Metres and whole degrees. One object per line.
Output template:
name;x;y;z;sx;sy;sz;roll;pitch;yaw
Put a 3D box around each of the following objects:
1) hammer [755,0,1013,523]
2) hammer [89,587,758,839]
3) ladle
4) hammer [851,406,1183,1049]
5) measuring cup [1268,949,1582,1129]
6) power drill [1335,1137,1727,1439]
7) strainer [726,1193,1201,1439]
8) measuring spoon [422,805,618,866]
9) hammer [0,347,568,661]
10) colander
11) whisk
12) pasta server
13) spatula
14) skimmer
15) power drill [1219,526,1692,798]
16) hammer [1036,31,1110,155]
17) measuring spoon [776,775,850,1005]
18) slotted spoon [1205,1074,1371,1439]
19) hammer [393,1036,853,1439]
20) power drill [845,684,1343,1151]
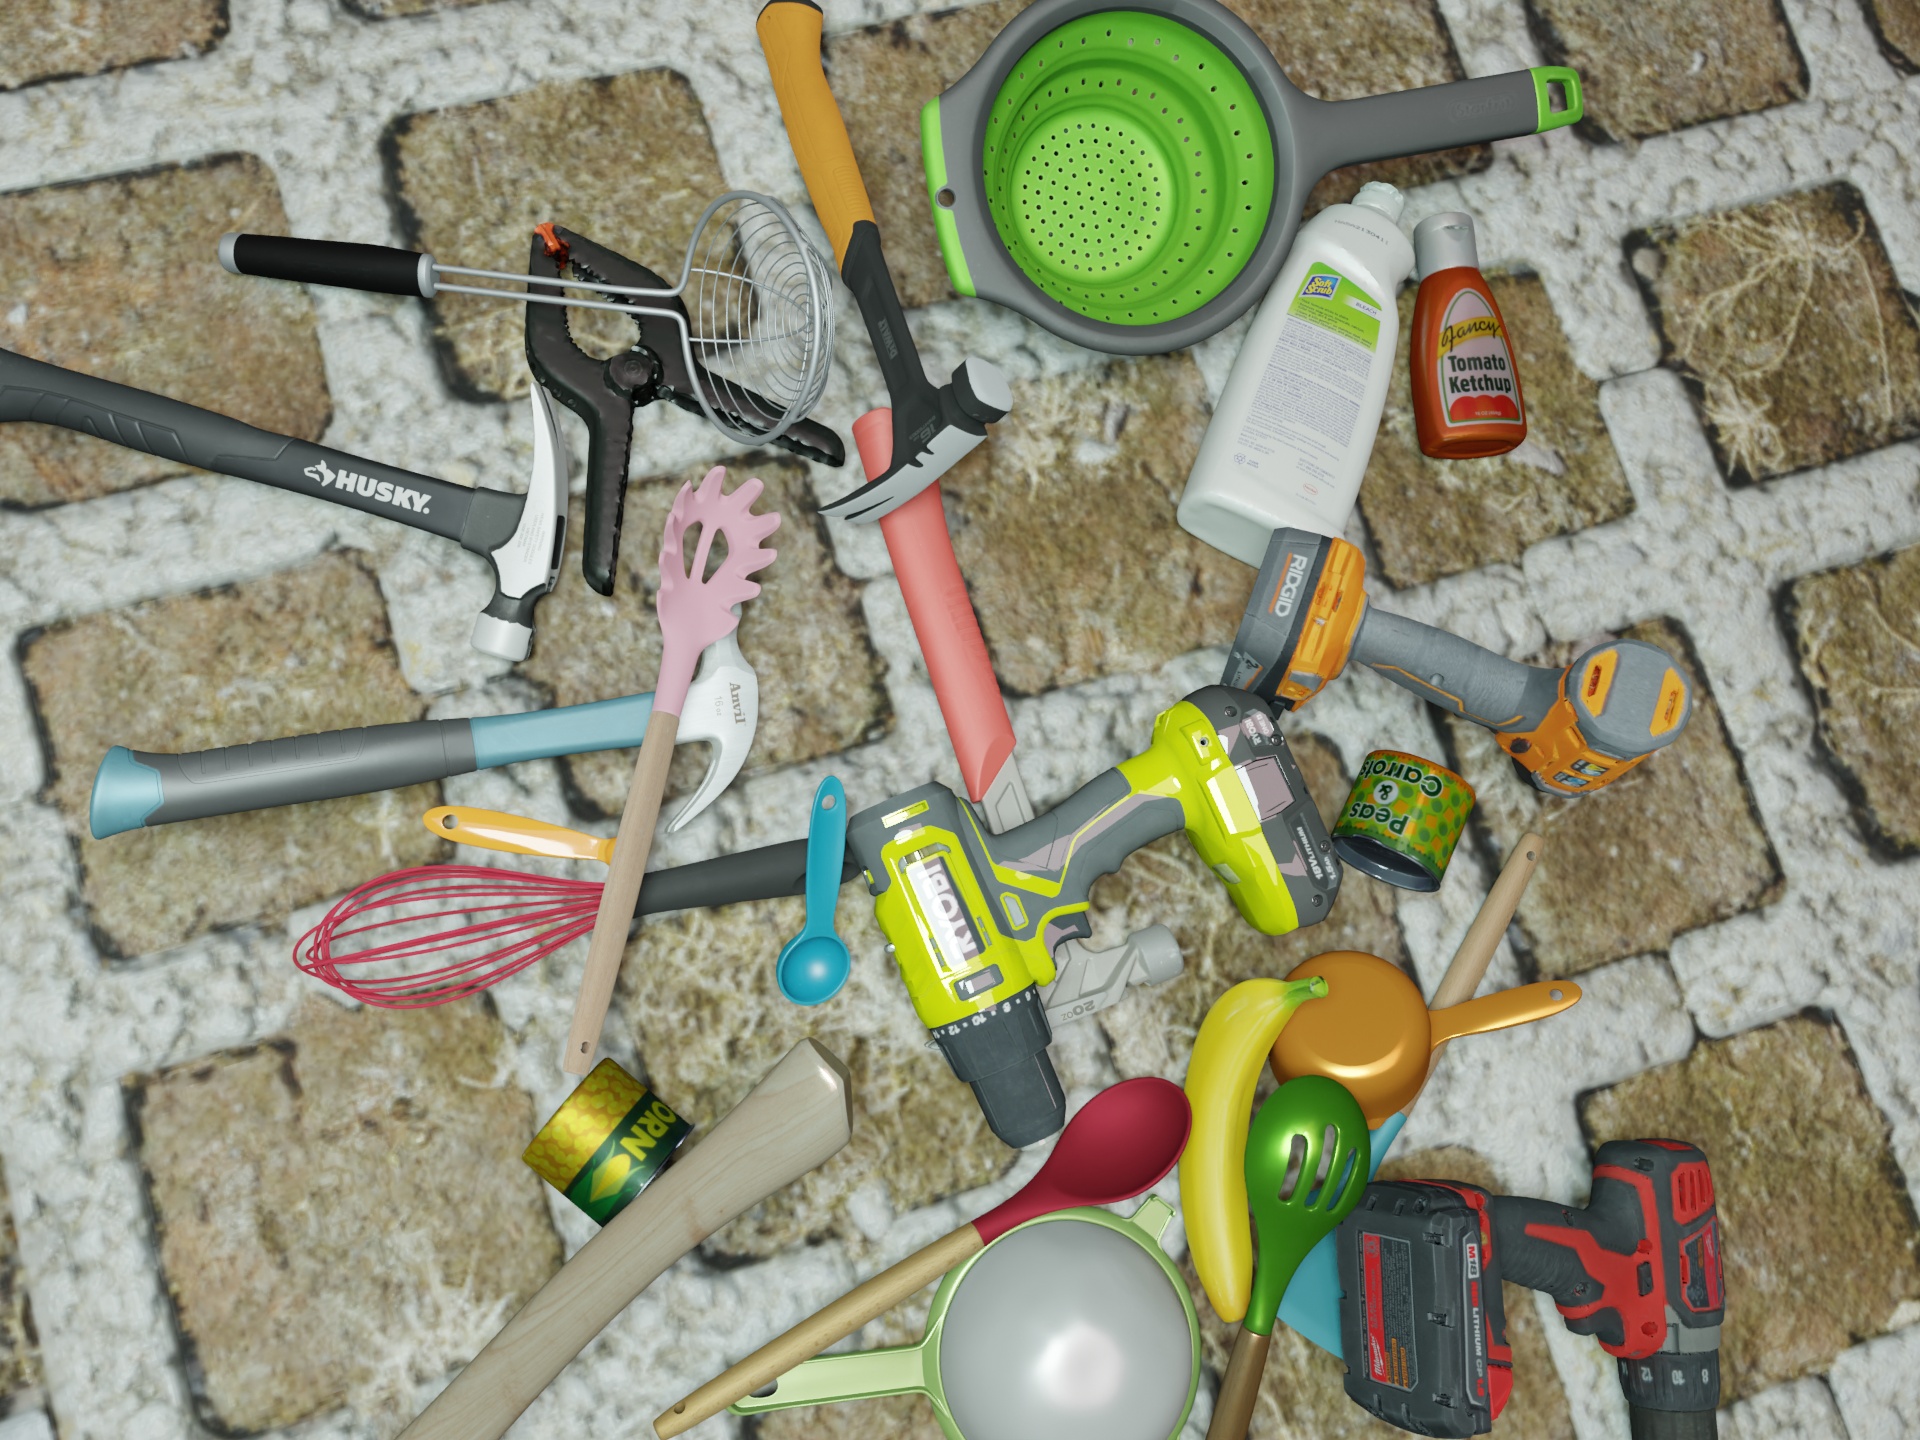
hammer;-0.067;-0.276;0.902;0.034;0.127;0.337;8;56;-46
hammer;-0.266;0.013;0.821;0.331;0.033;0.128;-9;88;-20
ladle;-0.013;0.278;0.818;0.315;0.069;0.031;-27;124;-16
hammer;-0.001;-0.003;0.892;0.149;0.036;0.359;-17;82;-11
measuring cup;0.251;0.158;0.859;0.173;0.052;0.095;-15;55;6
power drill;0.313;0.321;0.835;0.226;0.080;0.188;4;80;-26
strainer;0.007;0.332;0.808;0.256;0.069;0.151;-2;79;-11
measuring spoon;-0.231;0.062;0.856;0.117;0.011;0.021;11;77;-6
hammer;-0.374;-0.148;0.854;0.334;0.035;0.146;16;94;-2
colander;0.167;-0.329;0.935;0.397;0.094;0.204;-13;99;-10
whisk;-0.193;0.096;0.834;0.295;0.073;0.073;-9;80;-15
pasta server;-0.155;0.022;0.812;0.060;0.040;0.316;18;74;-24
spatula;0.261;0.197;0.887;0.082;0.044;0.317;33;75;-6
skimmer;-0.237;-0.226;0.838;0.363;0.090;0.127;9;111;8
power drill;0.265;-0.020;0.887;0.226;0.164;0.084;19;76;8
hammer;0.115;-0.540;1.018;0.149;0.036;0.409;19;77;-3
measuring spoon;-0.077;0.089;0.848;0.042;0.021;0.128;-1;105;-29
slotted spoon;0.146;0.334;0.810;0.070;0.031;0.314;14;94;-13
hammer;-0.215;0.297;0.753;0.410;0.038;0.146;-45;88;-1
power drill;0.075;0.096;0.829;0.228;0.080;0.190;-23;86;-10
